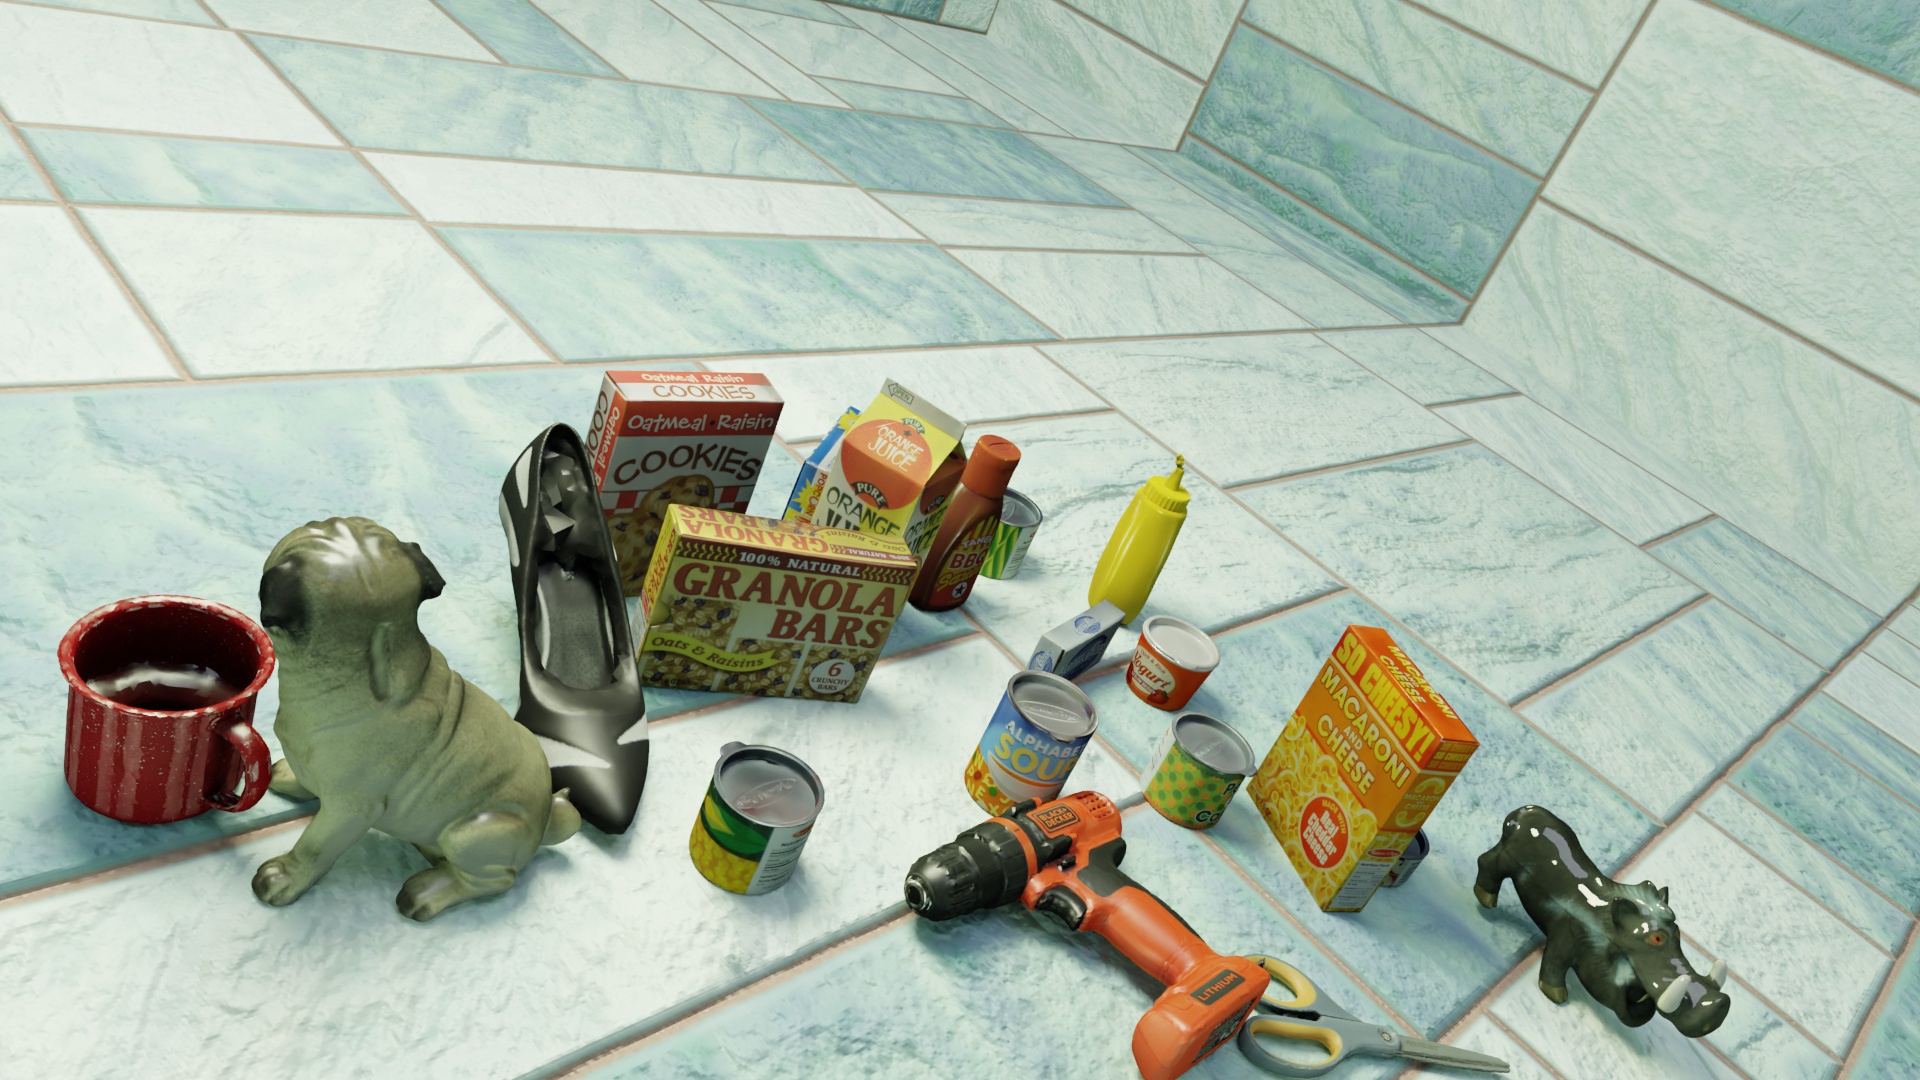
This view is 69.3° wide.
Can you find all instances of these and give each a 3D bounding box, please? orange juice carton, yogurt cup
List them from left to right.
[{"bbox_3d":[-0.058,-0.022,1.026,0.072,0.191,0.073,32,29,14],"label":"orange juice carton"},{"bbox_3d":[0.170,0.102,1.133,0.072,0.053,0.073,18,29,-10],"label":"yogurt cup"}]

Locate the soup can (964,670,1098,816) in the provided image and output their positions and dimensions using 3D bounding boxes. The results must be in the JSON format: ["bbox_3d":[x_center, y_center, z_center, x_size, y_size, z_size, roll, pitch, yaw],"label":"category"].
[{"bbox_3d":[0.047,0.142,0.940,0.071,0.083,0.072,18,29,-10],"label":"soup can"}]

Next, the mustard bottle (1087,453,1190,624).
[{"bbox_3d":[0.159,-0.004,1.193,0.049,0.159,0.065,20,28,-7],"label":"mustard bottle"}]

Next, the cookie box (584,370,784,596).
[{"bbox_3d":[-0.206,-0.039,0.969,0.123,0.166,0.040,-5,39,-42],"label":"cookie box"}]

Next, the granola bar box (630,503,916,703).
[{"bbox_3d":[-0.127,0.046,0.929,0.166,0.123,0.039,8,32,-27],"label":"granola bar box"}]

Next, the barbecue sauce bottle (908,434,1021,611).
[{"bbox_3d":[0.004,-0.014,1.104,0.065,0.147,0.044,-11,44,-47],"label":"barbecue sauce bottle"}]

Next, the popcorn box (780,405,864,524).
[{"bbox_3d":[-0.107,-0.048,1.145,0.038,0.084,0.127,25,28,1],"label":"popcorn box"}]

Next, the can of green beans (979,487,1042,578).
[{"bbox_3d":[0.030,-0.008,1.210,0.071,0.057,0.071,18,29,-10],"label":"can of green beans"}]

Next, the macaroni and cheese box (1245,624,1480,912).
[{"bbox_3d":[0.283,0.163,0.997,0.040,0.165,0.124,9,32,-27],"label":"macaroni and cheese box"}]

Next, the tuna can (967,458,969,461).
[{"bbox_3d":[-0.013,-0.053,1.278,0.071,0.032,0.071,18,29,-10],"label":"tuna can"}]

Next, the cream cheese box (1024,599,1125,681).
[{"bbox_3d":[0.089,0.086,1.098,0.024,0.053,0.104,36,30,21],"label":"cream cheese box"}]

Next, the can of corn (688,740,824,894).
[{"bbox_3d":[-0.121,0.161,0.809,0.071,0.058,0.071,18,29,-10],"label":"can of corn"}]

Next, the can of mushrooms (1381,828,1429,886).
[{"bbox_3d":[0.315,0.226,1.052,0.071,0.033,0.071,18,29,-10],"label":"can of mushrooms"}]

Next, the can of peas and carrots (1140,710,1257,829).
[{"bbox_3d":[0.175,0.169,1.016,0.071,0.058,0.071,18,29,-10],"label":"can of peas and carrots"}]
